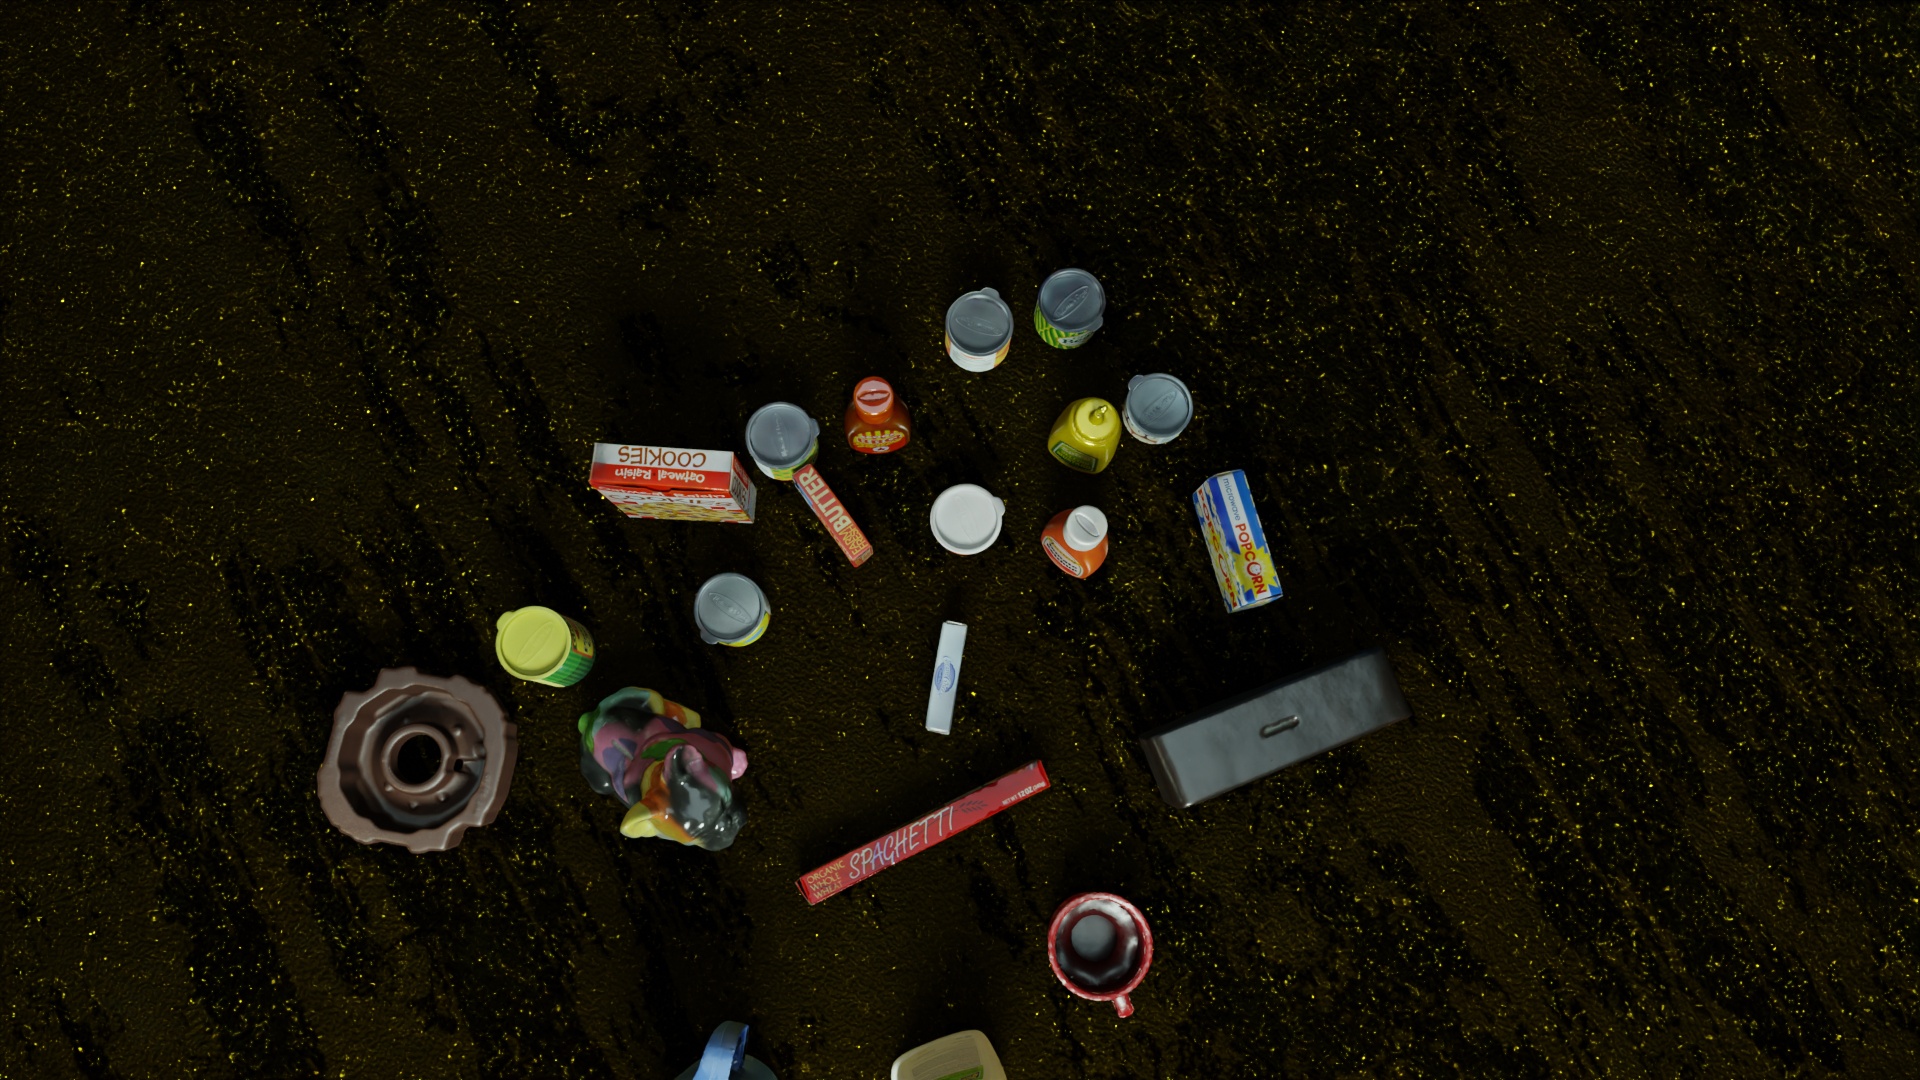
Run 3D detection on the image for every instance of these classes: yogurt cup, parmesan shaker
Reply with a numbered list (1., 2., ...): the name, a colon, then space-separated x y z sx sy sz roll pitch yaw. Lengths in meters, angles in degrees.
1. yogurt cup: 0.005 -0.017 1.343 0.072 0.054 0.072 0 80 -2
2. parmesan shaker: -0.384 0.097 1.287 0.071 0.103 0.071 0 81 -1

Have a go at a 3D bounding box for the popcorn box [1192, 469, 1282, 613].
1. popcorn box: 0.264 0.002 1.331 0.038 0.085 0.127 -15 81 -4

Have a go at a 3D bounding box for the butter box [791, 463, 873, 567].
1. butter box: -0.123 -0.024 1.341 0.024 0.053 0.103 -36 83 -7

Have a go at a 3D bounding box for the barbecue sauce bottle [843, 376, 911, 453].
1. barbecue sauce bottle: -0.079 -0.118 1.310 0.065 0.148 0.044 -6 81 -2

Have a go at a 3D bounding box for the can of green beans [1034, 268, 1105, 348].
1. can of green beans: 0.108 -0.229 1.381 0.071 0.057 0.071 0 80 -2

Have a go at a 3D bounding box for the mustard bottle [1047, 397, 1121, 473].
1. mustard bottle: 0.120 -0.103 1.307 0.065 0.160 0.049 26 81 3

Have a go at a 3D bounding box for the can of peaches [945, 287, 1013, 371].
1. can of peaches: 0.019 -0.208 1.375 0.071 0.058 0.071 0 80 -2

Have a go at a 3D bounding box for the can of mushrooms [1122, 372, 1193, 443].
1. can of mushrooms: 0.193 -0.132 1.379 0.071 0.033 0.071 0 80 -2

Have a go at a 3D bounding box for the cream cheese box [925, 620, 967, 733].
1. cream cheese box: -0.014 0.131 1.317 0.024 0.053 0.104 10 80 0

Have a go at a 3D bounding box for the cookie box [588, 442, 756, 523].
1. cookie box: -0.261 -0.050 1.284 0.123 0.167 0.040 3 81 -1

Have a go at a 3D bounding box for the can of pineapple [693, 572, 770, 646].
1. can of pineapple: -0.218 0.068 1.320 0.071 0.057 0.071 0 80 -2

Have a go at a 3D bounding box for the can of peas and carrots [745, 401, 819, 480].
1. can of peas and carrots: -0.170 -0.096 1.349 0.071 0.058 0.071 0 80 -2

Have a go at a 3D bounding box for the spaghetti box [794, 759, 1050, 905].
1. spaghetti box: -0.034 0.271 1.294 0.250 0.050 0.029 -26 82 -6

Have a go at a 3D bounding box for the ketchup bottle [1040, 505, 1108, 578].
1. ketchup bottle: 0.110 -0.003 1.296 0.065 0.148 0.043 43 82 5
